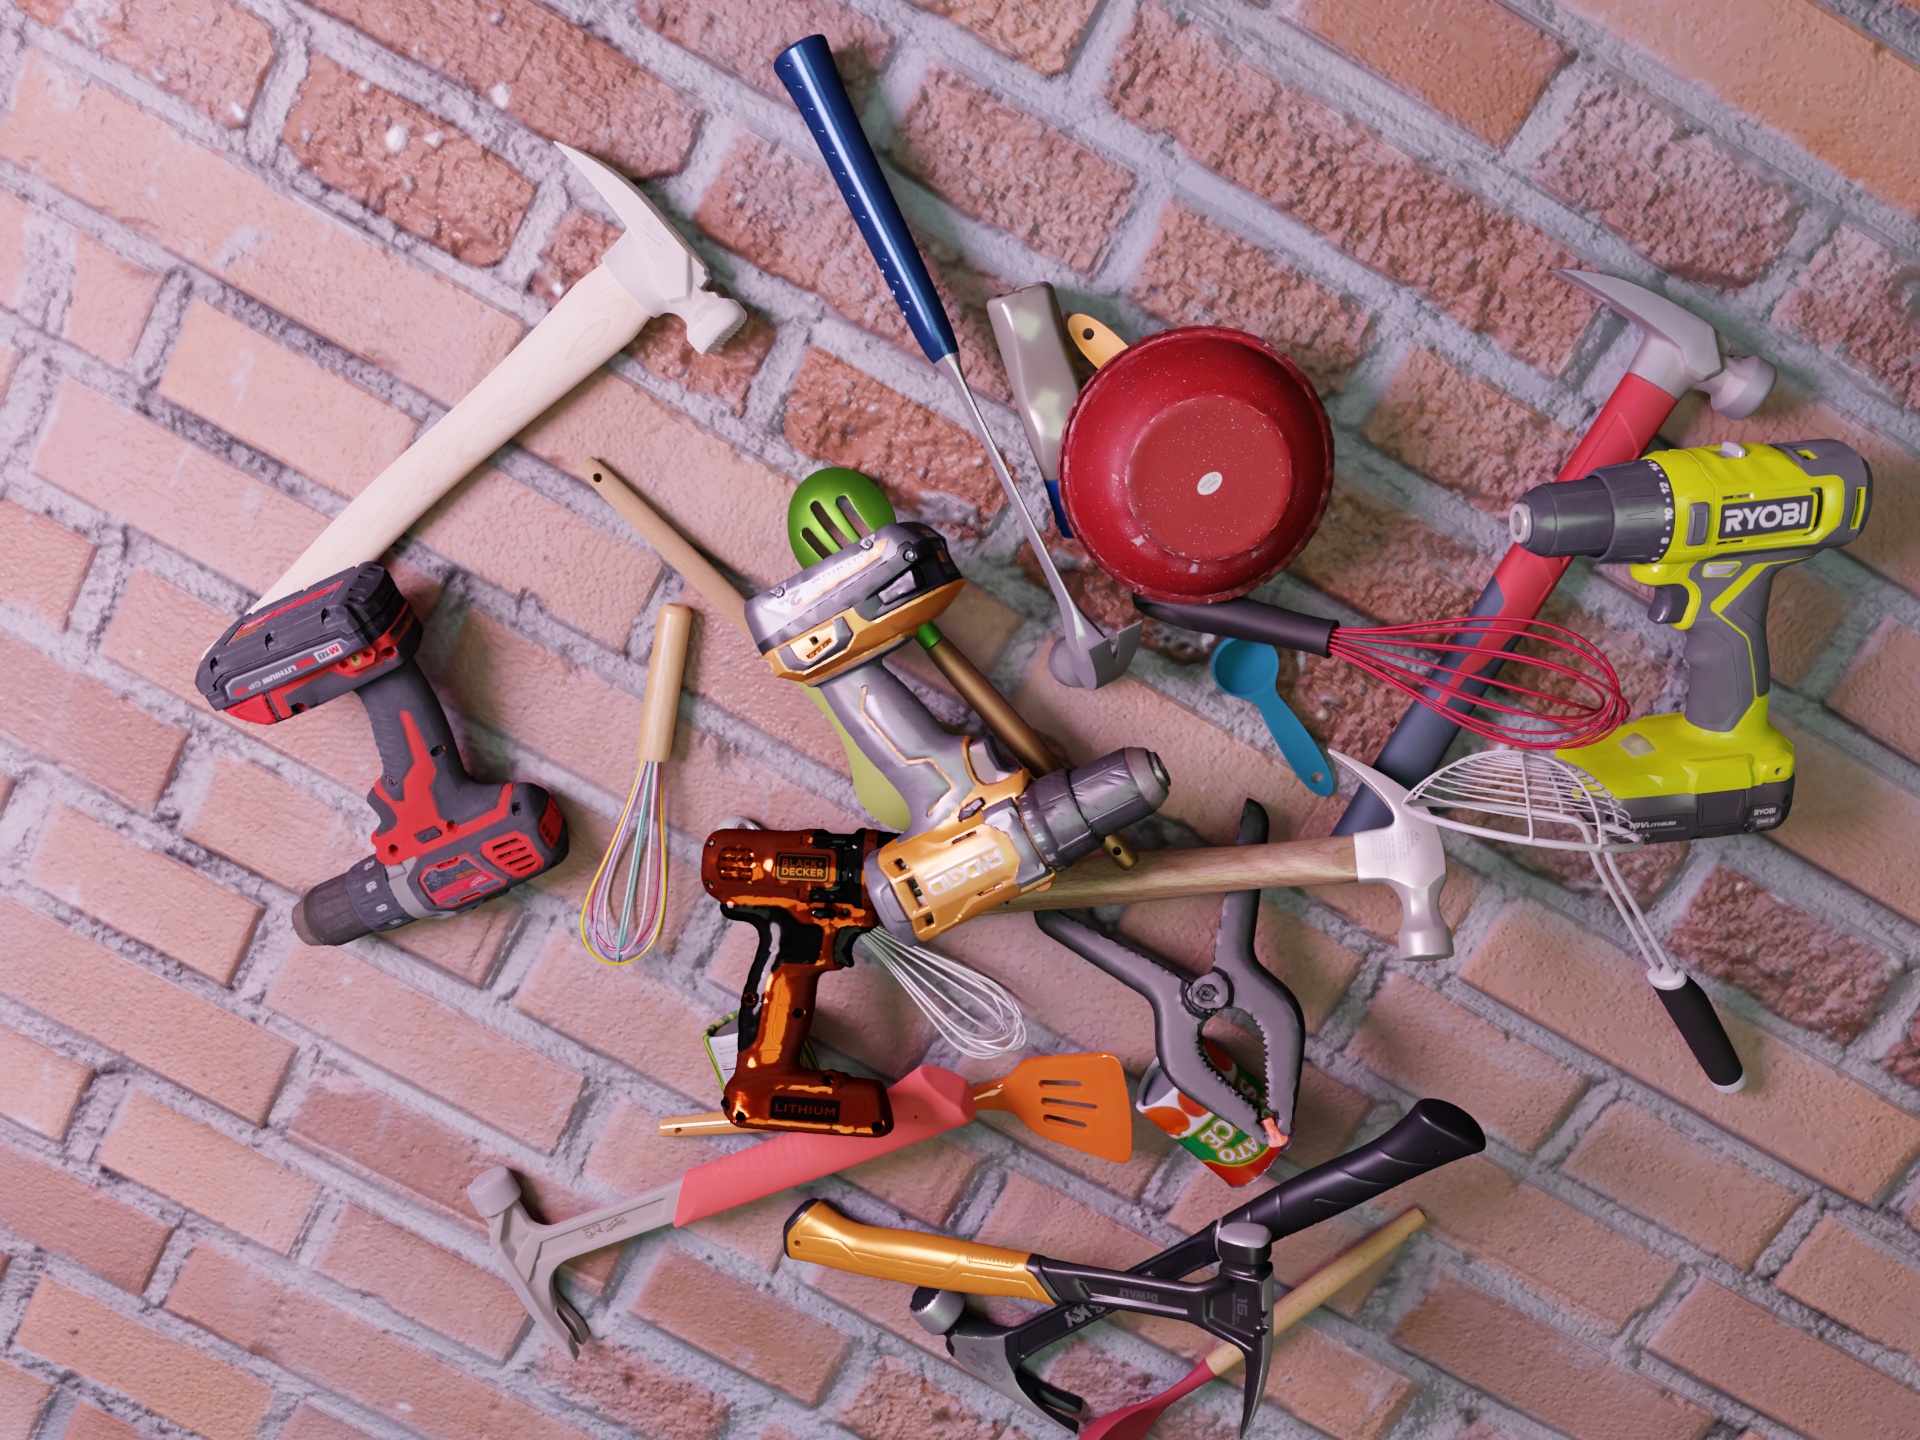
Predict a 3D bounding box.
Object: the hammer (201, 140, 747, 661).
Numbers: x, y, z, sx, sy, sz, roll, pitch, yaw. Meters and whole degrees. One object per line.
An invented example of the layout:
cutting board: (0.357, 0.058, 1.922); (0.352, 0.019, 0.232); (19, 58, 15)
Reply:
hammer: (-0.328, -0.166, 0.979); (0.410, 0.038, 0.146); (-40, 98, 11)

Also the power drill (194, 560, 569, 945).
power drill: (-0.377, 0.035, 0.996); (0.188, 0.080, 0.226); (-23, 116, 7)

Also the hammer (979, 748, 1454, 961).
hammer: (0.130, 0.093, 0.993); (0.331, 0.031, 0.130); (-6, 74, 16)

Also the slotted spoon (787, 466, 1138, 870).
slotted spoon: (0.003, -0.029, 0.977); (0.070, 0.031, 0.314); (-41, 91, 14)

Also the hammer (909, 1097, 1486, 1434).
hammer: (0.158, 0.350, 1.036); (0.409, 0.036, 0.149); (-36, 103, 26)

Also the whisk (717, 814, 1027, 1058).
whisk: (-0.057, 0.140, 1.039); (0.246, 0.058, 0.059); (37, 139, -2)

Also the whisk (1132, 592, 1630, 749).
whisk: (0.235, -0.043, 0.924); (0.296, 0.073, 0.073); (16, 106, 27)

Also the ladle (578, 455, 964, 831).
ladle: (-0.117, -0.051, 1.002); (0.320, 0.062, 0.078); (44, 99, -1)

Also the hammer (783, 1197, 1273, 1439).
hammer: (0.036, 0.369, 1.038); (0.337, 0.034, 0.127); (2, 96, 23)

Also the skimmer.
skimmer: (0.387, 0.140, 0.951); (0.090, 0.127, 0.363); (-50, 121, -16)

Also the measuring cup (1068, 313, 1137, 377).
measuring cup: (0.129, -0.179, 0.947); (0.173, 0.052, 0.095); (43, 102, -6)

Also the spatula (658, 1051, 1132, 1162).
spatula: (-0.047, 0.266, 1.072); (0.322, 0.041, 0.081); (-6, 105, 5)

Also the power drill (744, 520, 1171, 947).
power drill: (-0.001, -0.003, 0.919); (0.185, 0.084, 0.226); (-27, 91, 14)

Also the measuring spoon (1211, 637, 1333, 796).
measuring spoon: (0.200, -0.004, 1.009); (0.042, 0.021, 0.128); (-33, 110, 10)

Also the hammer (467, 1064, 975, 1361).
hammer: (-0.152, 0.320, 1.074); (0.359, 0.037, 0.149); (-23, 103, 14)

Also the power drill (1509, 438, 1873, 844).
power drill: (0.411, -0.047, 0.926); (0.190, 0.080, 0.228); (-6, 114, -3)

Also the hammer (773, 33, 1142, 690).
hammer: (-0.001, -0.201, 0.920); (0.035, 0.144, 0.405); (-27, 95, -6)

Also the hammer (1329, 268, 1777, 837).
hammer: (0.321, -0.078, 0.970); (0.143, 0.038, 0.386); (29, 104, -3)

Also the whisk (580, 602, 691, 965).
whisk: (-0.205, 0.045, 1.024); (0.047, 0.051, 0.245); (12, 101, 5)

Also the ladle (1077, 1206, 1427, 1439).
ladle: (0.195, 0.436, 1.107); (0.315, 0.031, 0.069); (-39, 142, 8)
